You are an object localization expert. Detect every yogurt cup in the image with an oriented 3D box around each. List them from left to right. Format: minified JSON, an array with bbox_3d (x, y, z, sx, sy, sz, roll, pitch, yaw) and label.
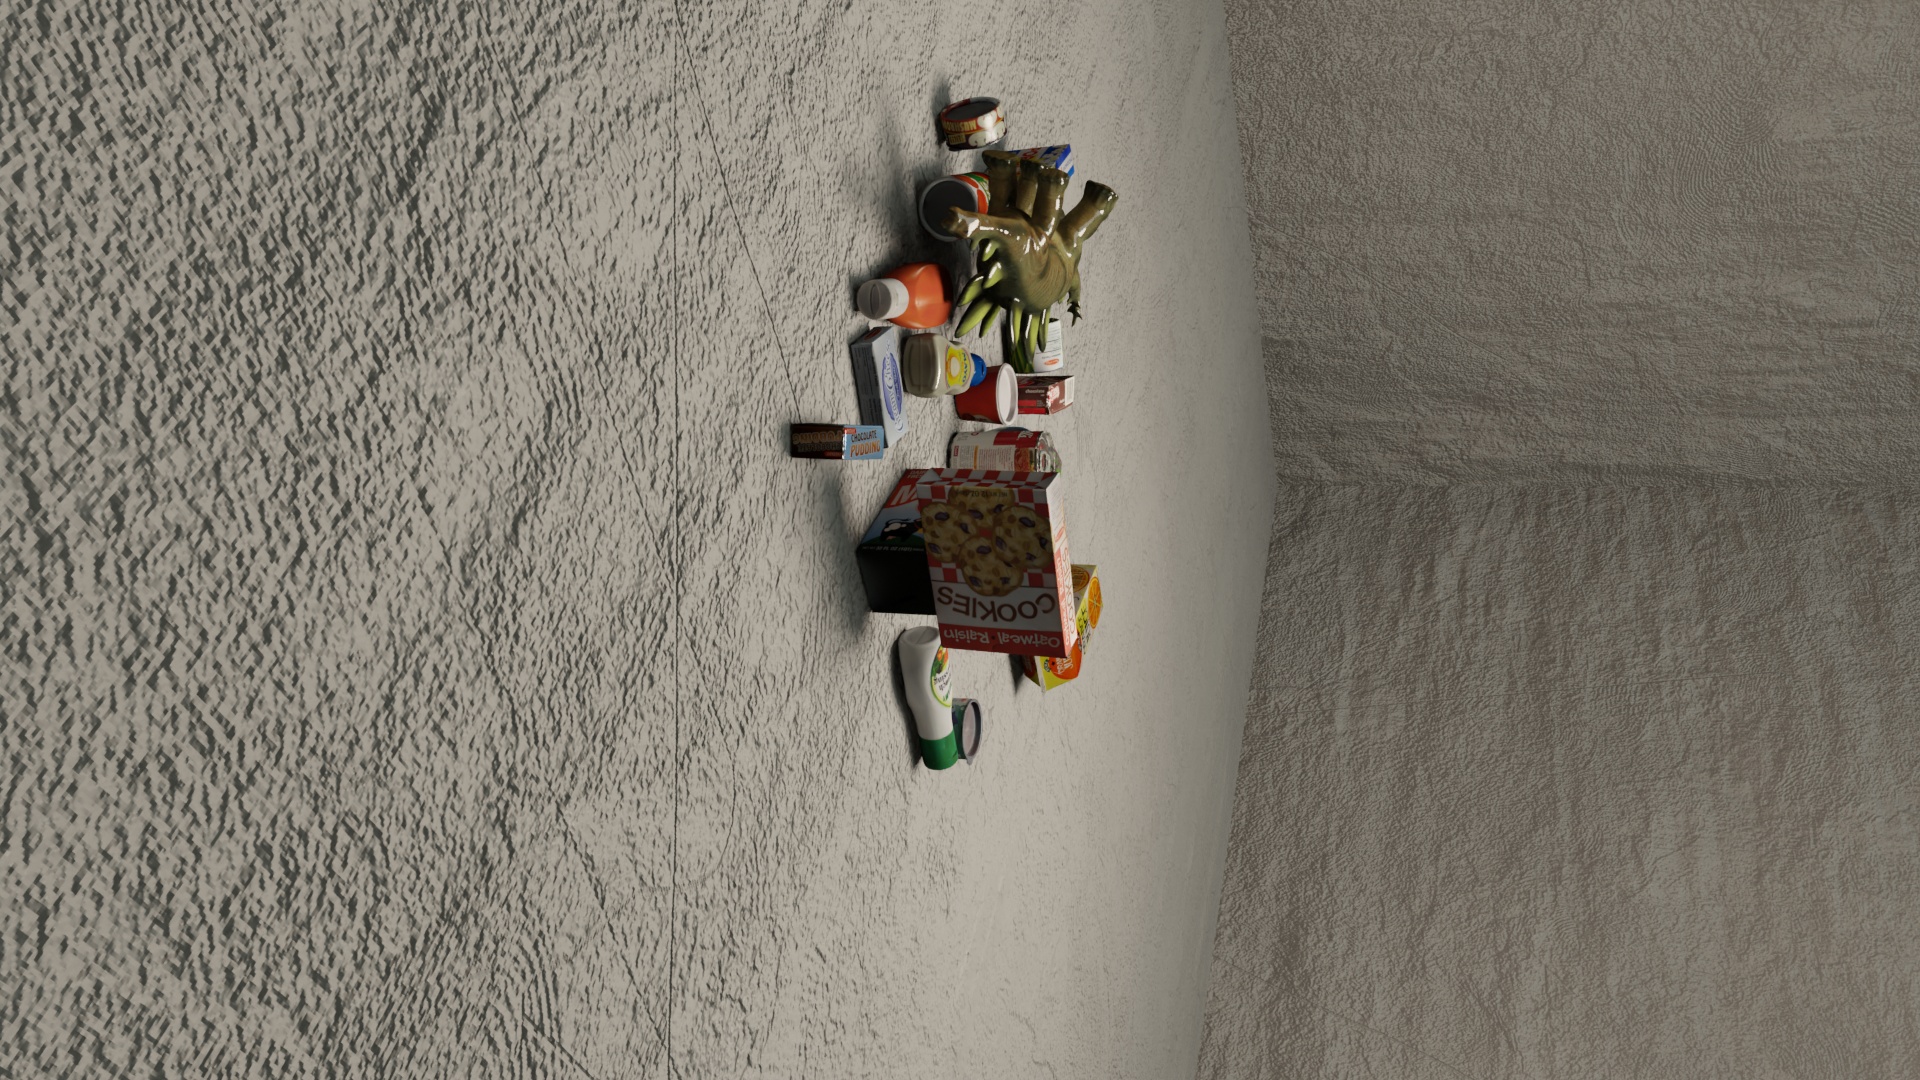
[{"bbox_3d":[0.028,-0.159,1.523,0.072,0.054,0.072,0,91,-70],"label":"yogurt cup"}]

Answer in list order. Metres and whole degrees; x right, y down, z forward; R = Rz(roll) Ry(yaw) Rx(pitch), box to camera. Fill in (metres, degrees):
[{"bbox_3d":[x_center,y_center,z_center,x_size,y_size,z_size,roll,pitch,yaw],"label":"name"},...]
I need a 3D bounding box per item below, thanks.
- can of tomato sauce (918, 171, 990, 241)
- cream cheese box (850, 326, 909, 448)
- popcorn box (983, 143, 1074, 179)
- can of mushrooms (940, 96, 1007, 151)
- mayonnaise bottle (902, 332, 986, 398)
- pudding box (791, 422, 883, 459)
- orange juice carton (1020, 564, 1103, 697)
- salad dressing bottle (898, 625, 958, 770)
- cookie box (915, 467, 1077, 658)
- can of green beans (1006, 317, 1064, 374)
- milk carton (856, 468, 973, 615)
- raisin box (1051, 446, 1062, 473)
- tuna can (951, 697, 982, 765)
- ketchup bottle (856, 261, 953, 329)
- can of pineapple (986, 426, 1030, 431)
[{"bbox_3d":[0.003,-0.343,1.424,0.083,0.071,0.071,-39,127,-64],"label":"can of tomato sauce"},{"bbox_3d":[-0.074,-0.141,1.285,0.053,0.024,0.103,-51,137,-58],"label":"cream cheese box"},{"bbox_3d":[0.074,-0.415,1.595,0.127,0.085,0.038,-61,145,-52],"label":"popcorn box"},{"bbox_3d":[0.012,-0.436,1.454,0.071,0.071,0.033,-67,151,-47],"label":"can of mushrooms"},{"bbox_3d":[-0.014,-0.178,1.425,0.148,0.041,0.064,-13,104,-69],"label":"mayonnaise bottle"},{"bbox_3d":[-0.102,-0.084,1.172,0.084,0.049,0.030,-10,102,-70],"label":"pudding box"},{"bbox_3d":[0.124,0.112,1.772,0.194,0.073,0.071,-62,147,-51],"label":"orange juice carton"},{"bbox_3d":[-0.030,0.159,1.392,0.064,0.044,0.147,-55,142,-59],"label":"salad dressing bottle"},{"bbox_3d":[0.033,0.021,1.234,0.040,0.123,0.166,-50,137,-56],"label":"cookie box"},{"bbox_3d":[0.090,-0.235,1.674,0.071,0.071,0.057,-42,129,-64],"label":"can of green beans"},{"bbox_3d":[-0.029,-0.013,1.346,0.191,0.072,0.073,-61,146,-51],"label":"milk carton"},{"bbox_3d":[0.092,-0.061,1.728,0.086,0.040,0.124,55,39,-60],"label":"raisin box"},{"bbox_3d":[-0.002,0.204,1.487,0.071,0.033,0.071,0,91,-70],"label":"tuna can"},{"bbox_3d":[-0.051,-0.231,1.316,0.149,0.043,0.064,-30,122,-67],"label":"ketchup bottle"},{"bbox_3d":[0.054,-0.091,1.576,0.071,0.071,0.057,-54,139,-58],"label":"can of pineapple"}]
